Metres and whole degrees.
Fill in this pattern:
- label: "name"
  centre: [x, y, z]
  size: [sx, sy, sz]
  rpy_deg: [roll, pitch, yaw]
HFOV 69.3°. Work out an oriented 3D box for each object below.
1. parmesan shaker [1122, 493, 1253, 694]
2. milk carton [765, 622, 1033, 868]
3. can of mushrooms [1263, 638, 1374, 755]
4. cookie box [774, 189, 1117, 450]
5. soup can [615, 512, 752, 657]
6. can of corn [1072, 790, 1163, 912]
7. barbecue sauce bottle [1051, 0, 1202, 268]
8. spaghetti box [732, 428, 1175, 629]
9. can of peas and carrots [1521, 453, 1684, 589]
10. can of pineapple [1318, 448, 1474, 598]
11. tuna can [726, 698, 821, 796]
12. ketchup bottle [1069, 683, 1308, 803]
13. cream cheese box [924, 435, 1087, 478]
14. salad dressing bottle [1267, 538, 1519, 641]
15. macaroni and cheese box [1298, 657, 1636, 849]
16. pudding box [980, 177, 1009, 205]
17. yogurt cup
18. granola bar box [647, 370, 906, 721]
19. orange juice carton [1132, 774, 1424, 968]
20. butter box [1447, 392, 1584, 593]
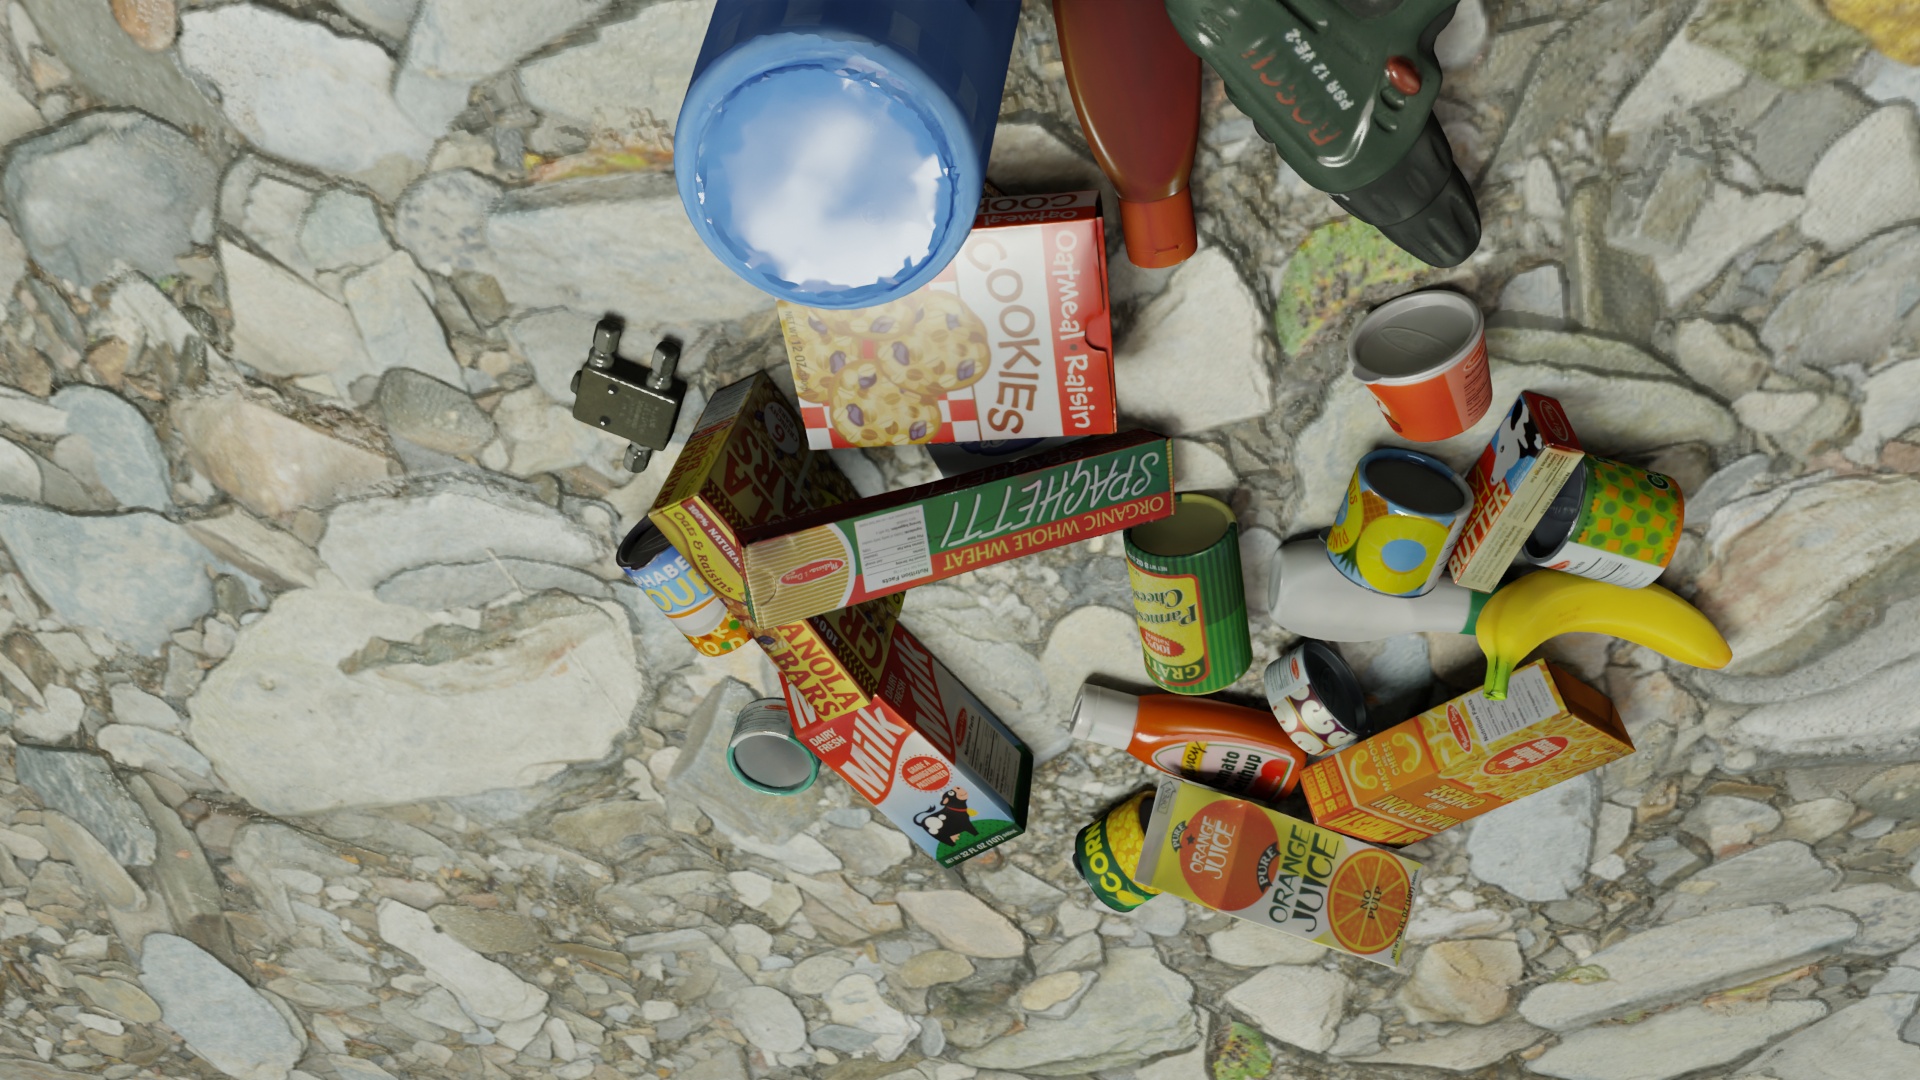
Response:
- label: "parmesan shaker"
  centre: [0.133, 0.031, 0.825]
  size: [0.071, 0.072, 0.102]
  rpy_deg: [-6, 125, 13]
- label: "milk carton"
  centre: [-0.039, 0.124, 0.915]
  size: [0.072, 0.074, 0.190]
  rpy_deg: [-30, 117, 28]
- label: "can of mushrooms"
  centre: [0.222, 0.099, 0.860]
  size: [0.071, 0.071, 0.033]
  rpy_deg: [41, 123, -21]
- label: "cookie box"
  centre: [-0.006, -0.110, 0.714]
  size: [0.167, 0.040, 0.122]
  rpy_deg: [-2, 127, 9]
- label: "soup can"
  centre: [-0.162, 0.023, 0.859]
  size: [0.071, 0.072, 0.083]
  rpy_deg: [-23, 120, 24]
- label: "can of corn"
  centre: [0.121, 0.215, 0.962]
  size: [0.071, 0.071, 0.058]
  rpy_deg: [39, 122, -20]
- label: "barbecue sauce bottle"
  centre: [0.087, -0.204, 0.667]
  size: [0.065, 0.044, 0.147]
  rpy_deg: [-13, 125, 5]
- label: "spaghetti box"
  centre: [0.003, -0.009, 0.755]
  size: [0.251, 0.029, 0.050]
  rpy_deg: [-15, 113, -19]
- label: "can of peas and carrots"
  centre: [0.350, -0.014, 0.758]
  size: [0.059, 0.071, 0.070]
  rpy_deg: [15, 128, -3]
- label: "can of pineapple"
  centre: [0.243, -0.011, 0.775]
  size: [0.071, 0.071, 0.057]
  rpy_deg: [11, 127, 0]
- label: "tuna can"
  centre: [-0.128, 0.147, 0.971]
  size: [0.071, 0.033, 0.070]
  rpy_deg: [4, 127, 6]
- label: "ketchup bottle"
  centre: [0.147, 0.128, 0.909]
  size: [0.149, 0.044, 0.064]
  rpy_deg: [14, 134, -2]
- label: "cream cheese box"
  centre: [0.028, -0.073, 0.787]
  size: [0.103, 0.024, 0.053]
  rpy_deg: [-18, 124, 21]
- label: "salad dressing bottle"
  centre: [0.259, 0.033, 0.821]
  size: [0.148, 0.044, 0.064]
  rpy_deg: [6, 127, 2]
- label: "macaroni and cheese box"
  centre: [0.313, 0.137, 0.862]
  size: [0.166, 0.040, 0.123]
  rpy_deg: [-32, 144, 29]
- label: "pudding box"
  centre: [-0.001, -0.147, 0.732]
  size: [0.049, 0.030, 0.083]
  rpy_deg: [35, 124, -17]
- label: "yogurt cup"
  centre: [0.242, -0.088, 0.720]
  size: [0.072, 0.073, 0.053]
  rpy_deg: [-19, 130, 21]
- label: "granola bar box"
  centre: [-0.096, 0.002, 0.800]
  size: [0.039, 0.125, 0.165]
  rpy_deg: [-21, 121, 26]
- label: "orange juice carton"
  centre: [0.201, 0.215, 0.911]
  size: [0.193, 0.072, 0.073]
  rpy_deg: [22, 170, -21]
- label: "butter box"
  centre: [0.300, -0.025, 0.764]
  size: [0.024, 0.053, 0.103]
  rpy_deg: [14, 128, -6]
